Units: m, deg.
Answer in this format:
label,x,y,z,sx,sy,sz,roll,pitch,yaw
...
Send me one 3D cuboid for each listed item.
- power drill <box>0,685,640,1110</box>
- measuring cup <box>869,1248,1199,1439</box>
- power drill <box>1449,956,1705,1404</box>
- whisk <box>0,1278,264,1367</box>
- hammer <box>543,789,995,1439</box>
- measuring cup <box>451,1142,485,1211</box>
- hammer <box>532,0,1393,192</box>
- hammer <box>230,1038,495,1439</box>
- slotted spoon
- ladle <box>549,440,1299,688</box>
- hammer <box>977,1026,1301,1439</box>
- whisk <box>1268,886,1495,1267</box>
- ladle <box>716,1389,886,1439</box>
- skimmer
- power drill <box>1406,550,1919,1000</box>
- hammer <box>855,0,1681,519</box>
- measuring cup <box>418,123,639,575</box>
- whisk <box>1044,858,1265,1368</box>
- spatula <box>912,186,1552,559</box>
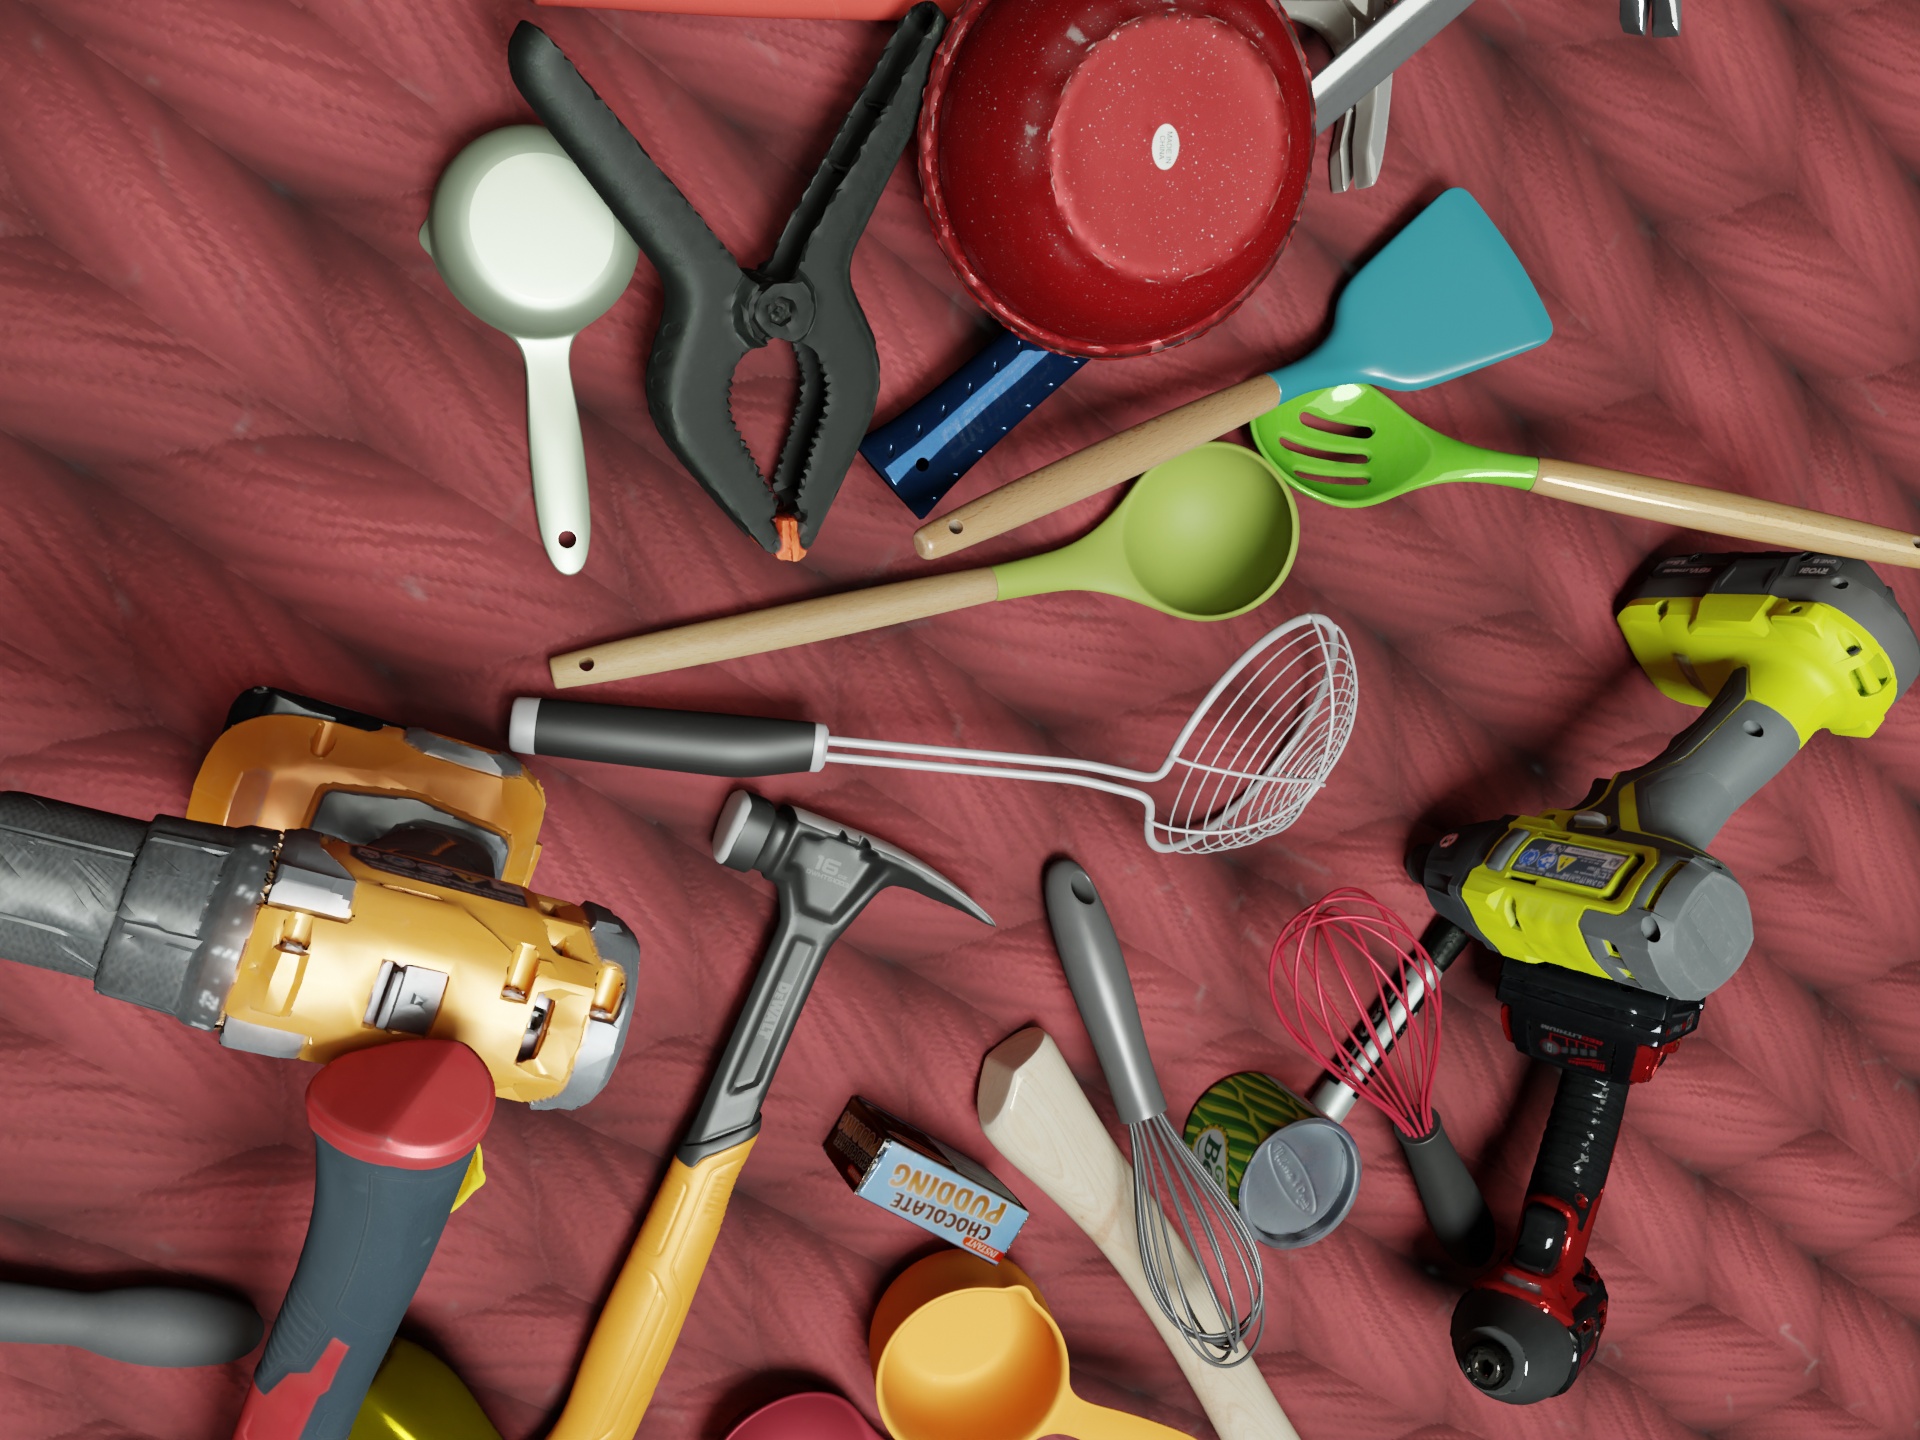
label,x,y,z,sx,sy,sz,roll,pitch,yaw
power drill,-0.211,0.047,0.509,0.185,0.226,0.084,18,93,-23
measuring cup,0.038,0.306,0.740,0.173,0.052,0.095,27,94,-16
power drill,0.295,0.225,0.785,0.143,0.079,0.219,7,95,-56
whisk,-0.398,0.205,0.568,0.284,0.070,0.070,17,94,-28
hammer,-0.106,0.203,0.686,0.127,0.034,0.337,24,92,-22
measuring cup,-0.241,0.215,0.648,0.062,0.029,0.156,18,106,-24
hammer,0.014,-0.286,0.631,0.359,0.037,0.149,-8,103,-20
hammer,-0.199,0.227,0.514,0.143,0.038,0.386,32,128,-2
slotted spoon,0.281,-0.103,0.712,0.314,0.031,0.070,12,68,2
ladle,-0.009,-0.055,0.660,0.320,0.062,0.078,-13,83,-15
hammer,0.133,0.312,0.792,0.146,0.038,0.410,-38,109,-21
whisk,0.217,0.185,0.772,0.073,0.073,0.295,-38,126,-10
ladle,0.019,0.372,0.772,0.315,0.031,0.069,22,97,-25
skimmer,-0.001,-0.002,0.680,0.363,0.090,0.127,5,131,-10
power drill,0.325,0.022,0.749,0.223,0.171,0.080,-45,113,-16
hammer,0.126,-0.226,0.650,0.405,0.035,0.144,-41,120,2
measuring cup,-0.153,-0.137,0.596,0.083,0.038,0.167,-7,101,-19
whisk,0.085,0.176,0.721,0.055,0.055,0.239,-18,88,-16
spatula,0.114,-0.136,0.663,0.317,0.044,0.082,-28,85,-25
